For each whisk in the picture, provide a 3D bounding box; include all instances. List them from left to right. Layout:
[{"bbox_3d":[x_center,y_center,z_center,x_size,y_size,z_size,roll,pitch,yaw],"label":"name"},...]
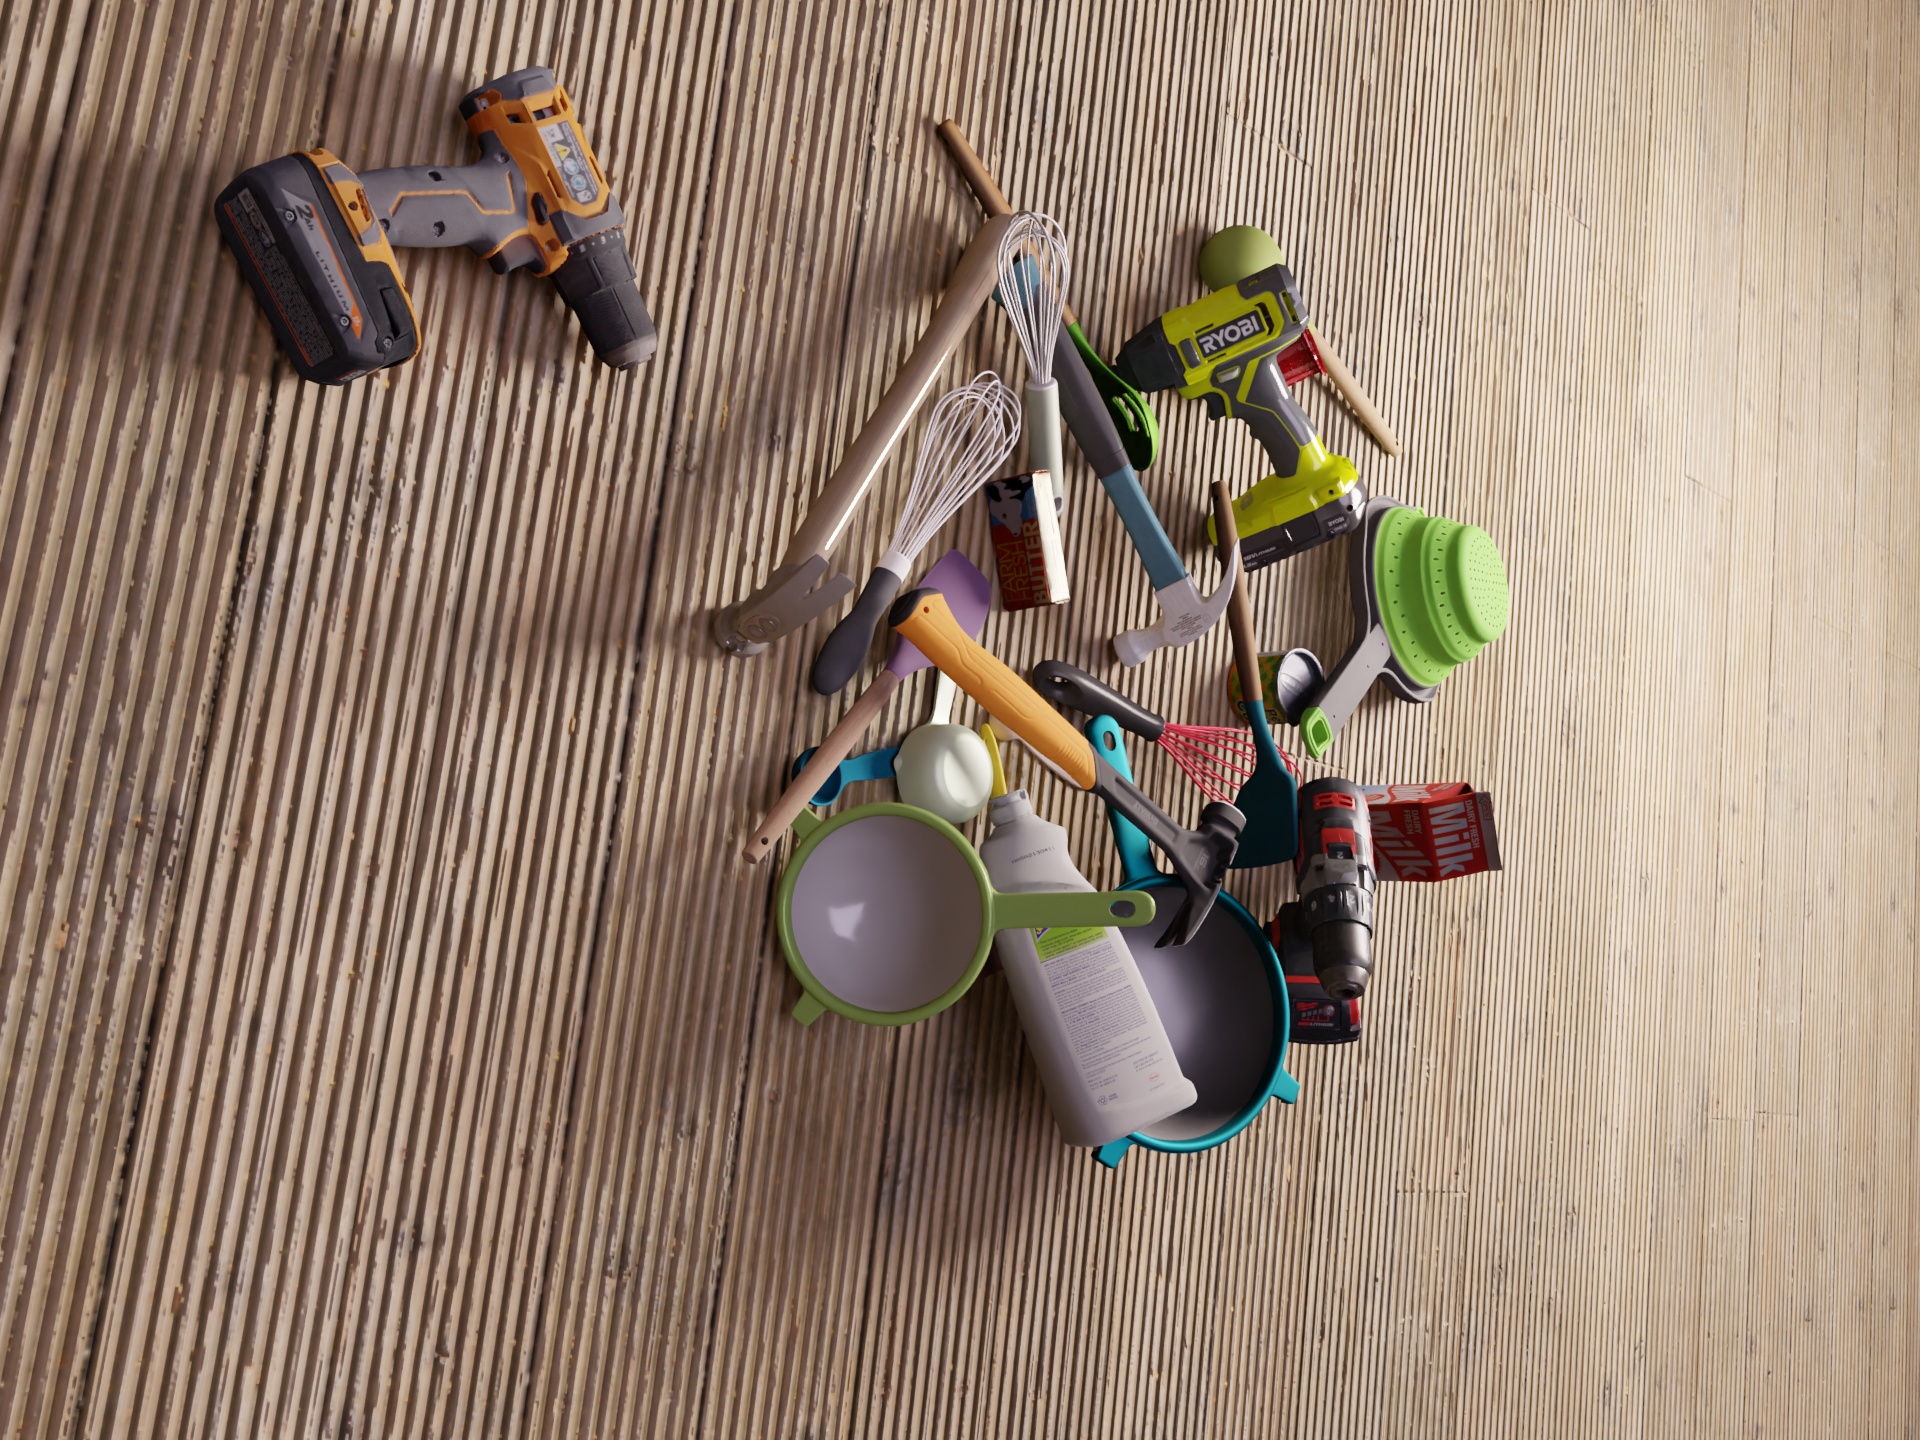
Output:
[{"bbox_3d":[-0.034,-0.137,1.162,0.070,0.070,0.285,39,69,-31],"label":"whisk"},{"bbox_3d":[0.060,-0.263,1.203,0.058,0.059,0.246,-24,128,-25],"label":"whisk"},{"bbox_3d":[0.175,0.015,1.319,0.295,0.073,0.073,25,72,-30],"label":"whisk"}]

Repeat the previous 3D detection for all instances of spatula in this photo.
[{"bbox_3d":[-0.061,-0.012,1.130,0.059,0.018,0.316,45,53,-12],"label":"spatula"},{"bbox_3d":[0.228,-0.040,1.292,0.044,0.082,0.317,-4,83,-40],"label":"spatula"}]

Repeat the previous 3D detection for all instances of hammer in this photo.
[{"bbox_3d":[-0.039,-0.222,1.117,0.038,0.146,0.411,38,59,-19],"label":"hammer"},{"bbox_3d":[0.074,0.026,1.166,0.336,0.034,0.127,41,60,-20],"label":"hammer"},{"bbox_3d":[0.115,-0.209,1.262,0.331,0.128,0.033,61,22,-11],"label":"hammer"}]

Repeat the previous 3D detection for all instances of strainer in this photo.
[{"bbox_3d":[0.005,0.129,1.094,0.069,0.256,0.151,15,73,-83],"label":"strainer"},{"bbox_3d":[0.132,0.168,1.257,0.211,0.095,0.340,-11,83,-28],"label":"strainer"}]

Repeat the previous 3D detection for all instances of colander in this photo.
[{"bbox_3d":[0.415,-0.082,1.449,0.397,0.094,0.204,-45,116,-45],"label":"colander"}]

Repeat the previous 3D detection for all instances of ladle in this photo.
[{"bbox_3d":[0.327,-0.342,1.485,0.319,0.062,0.078,39,56,-39],"label":"ladle"}]

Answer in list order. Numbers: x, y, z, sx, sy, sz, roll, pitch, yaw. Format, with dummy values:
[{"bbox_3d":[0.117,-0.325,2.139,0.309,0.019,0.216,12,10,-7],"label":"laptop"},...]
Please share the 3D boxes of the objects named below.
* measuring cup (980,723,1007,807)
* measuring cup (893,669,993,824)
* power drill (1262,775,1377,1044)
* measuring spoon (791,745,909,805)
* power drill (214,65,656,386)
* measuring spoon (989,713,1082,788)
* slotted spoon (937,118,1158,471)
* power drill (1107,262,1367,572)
[{"bbox_3d":[0.022,0.079,1.200,0.029,0.062,0.156,-5,79,-29],"label":"measuring cup"},{"bbox_3d":[-0.002,-0.004,1.183,0.083,0.038,0.168,23,70,-44],"label":"measuring cup"},{"bbox_3d":[0.295,0.180,1.290,0.226,0.080,0.188,85,8,-50],"label":"power drill"},{"bbox_3d":[-0.075,0.035,1.142,0.128,0.021,0.042,-10,91,-49],"label":"measuring spoon"},{"bbox_3d":[-0.292,-0.270,0.942,0.226,0.084,0.185,-38,112,-39],"label":"power drill"},{"bbox_3d":[0.070,0.021,1.257,0.124,0.018,0.034,37,65,-33],"label":"measuring spoon"},{"bbox_3d":[0.074,-0.337,1.264,0.031,0.070,0.313,-39,107,-15],"label":"slotted spoon"},{"bbox_3d":[0.233,-0.246,1.331,0.223,0.171,0.080,61,18,-23],"label":"power drill"}]
